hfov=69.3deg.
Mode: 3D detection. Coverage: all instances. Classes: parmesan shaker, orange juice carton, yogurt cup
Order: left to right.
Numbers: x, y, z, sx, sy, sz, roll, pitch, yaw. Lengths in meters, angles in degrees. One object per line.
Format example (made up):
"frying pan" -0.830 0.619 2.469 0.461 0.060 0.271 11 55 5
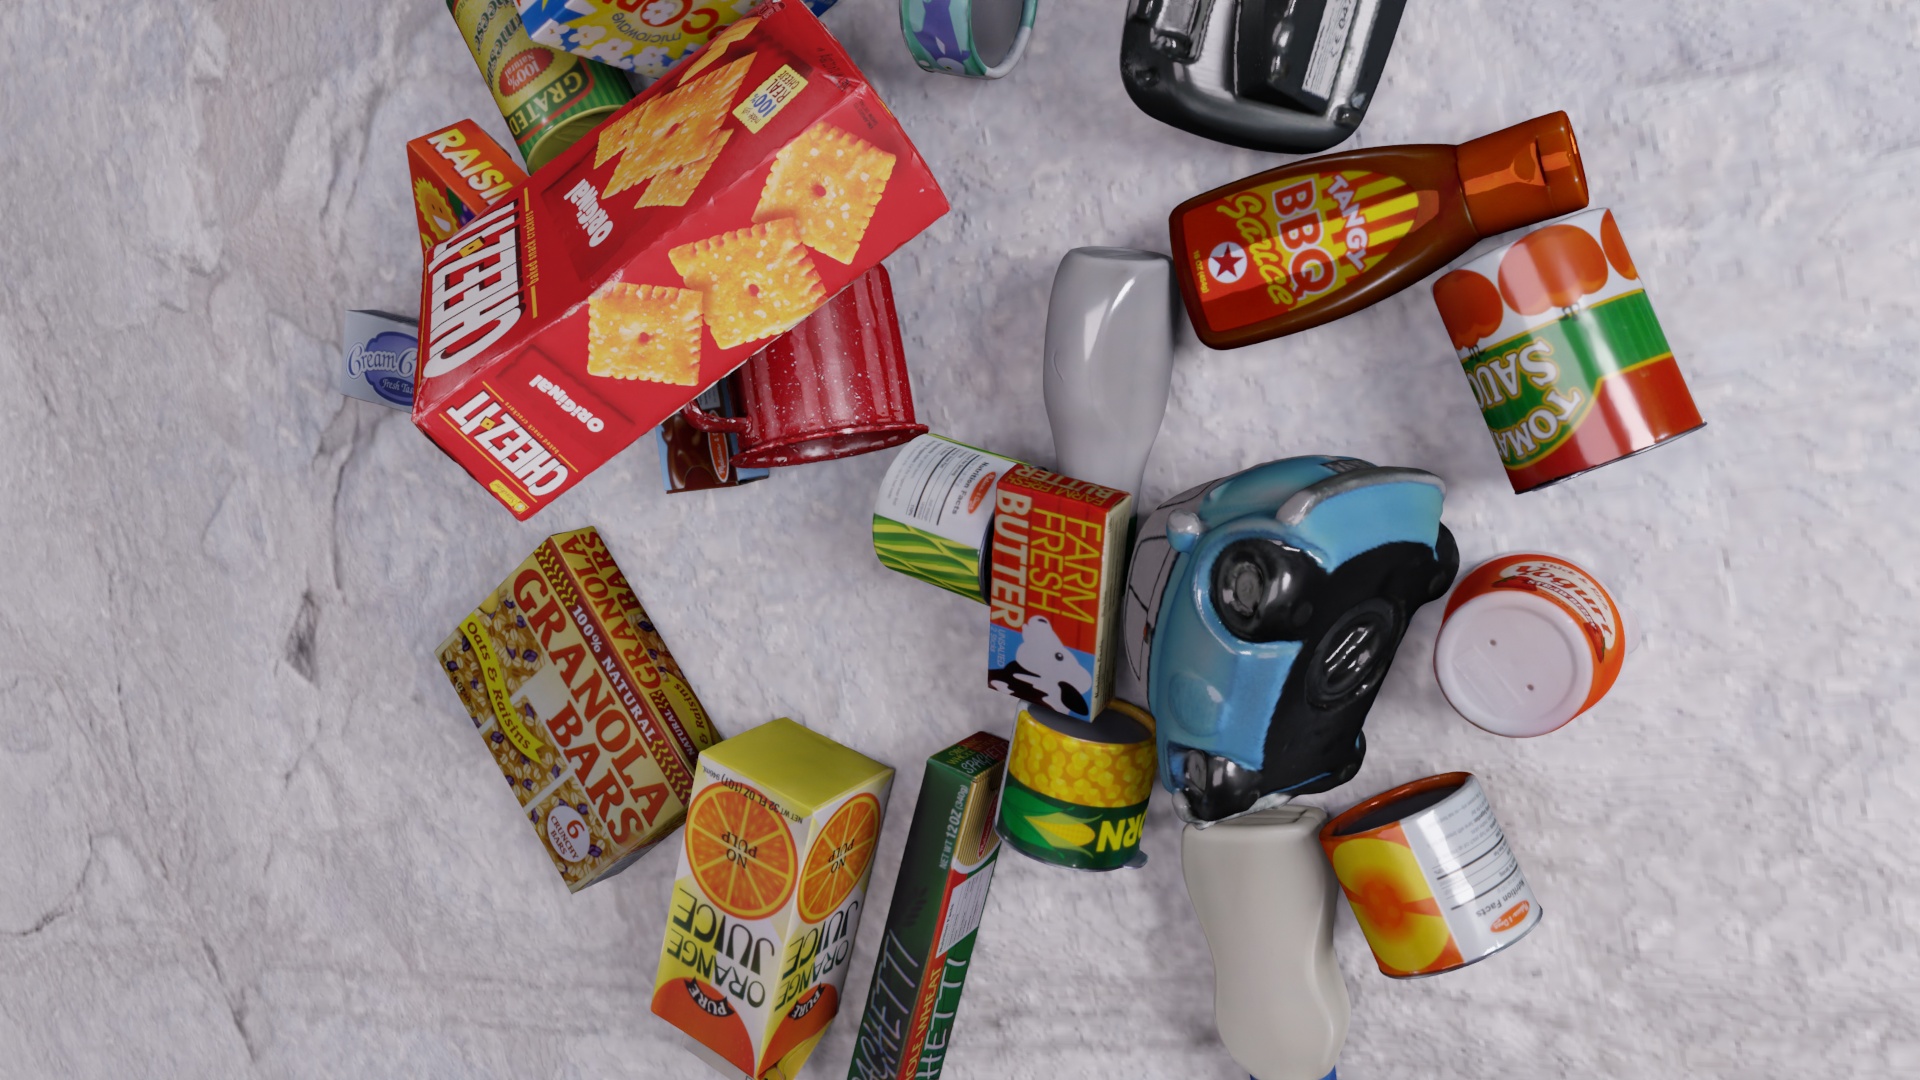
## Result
"parmesan shaker" -0.212 -0.241 0.707 0.071 0.071 0.103 -32 81 29
"orange juice carton" -0.100 0.195 0.706 0.072 0.073 0.192 21 108 25
"yogurt cup" 0.210 0.041 0.519 0.072 0.054 0.072 5 100 30

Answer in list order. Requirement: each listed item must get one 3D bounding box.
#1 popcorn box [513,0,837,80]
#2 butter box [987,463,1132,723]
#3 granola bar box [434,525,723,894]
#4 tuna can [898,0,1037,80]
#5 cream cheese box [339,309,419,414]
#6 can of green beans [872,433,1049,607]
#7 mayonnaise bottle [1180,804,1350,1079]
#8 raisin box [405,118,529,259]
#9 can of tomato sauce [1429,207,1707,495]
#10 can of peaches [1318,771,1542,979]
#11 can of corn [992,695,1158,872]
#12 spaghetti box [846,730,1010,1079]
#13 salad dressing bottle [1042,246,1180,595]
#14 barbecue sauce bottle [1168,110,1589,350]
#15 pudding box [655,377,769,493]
"popcorn box" -0.126 -0.249 0.623 0.085 0.127 0.038 -28 79 30
"butter box" 0.040 0.022 0.584 0.053 0.024 0.103 16 121 25
"granola bar box" -0.210 0.095 0.773 0.123 0.039 0.166 -39 78 28
"tuna can" 0.005 -0.232 0.585 0.033 0.071 0.071 17 106 25
"cream cheese box" -0.319 -0.102 0.813 0.104 0.024 0.053 14 103 27
"can of green beans" 0.002 -0.009 0.622 0.058 0.071 0.071 19 107 27
"mayonnaise bottle" 0.135 0.188 0.592 0.064 0.041 0.148 -7 95 31
"raisin box" -0.241 -0.143 0.722 0.086 0.040 0.122 45 148 17
"can of tomato sauce" 0.212 -0.066 0.493 0.071 0.071 0.083 -24 85 30
"can of peaches" 0.180 0.130 0.543 0.071 0.071 0.058 -27 84 30
"can of corn" 0.054 0.104 0.609 0.071 0.071 0.058 17 105 26
"spaghetti box" -0.020 0.213 0.677 0.029 0.050 0.249 22 108 27
"salad dressing bottle" 0.060 -0.048 0.588 0.044 0.064 0.147 20 115 38
"barbecue sauce bottle" 0.157 -0.121 0.530 0.148 0.044 0.065 -14 89 30
"pudding box" -0.131 -0.068 0.709 0.049 0.030 0.083 -6 95 29
